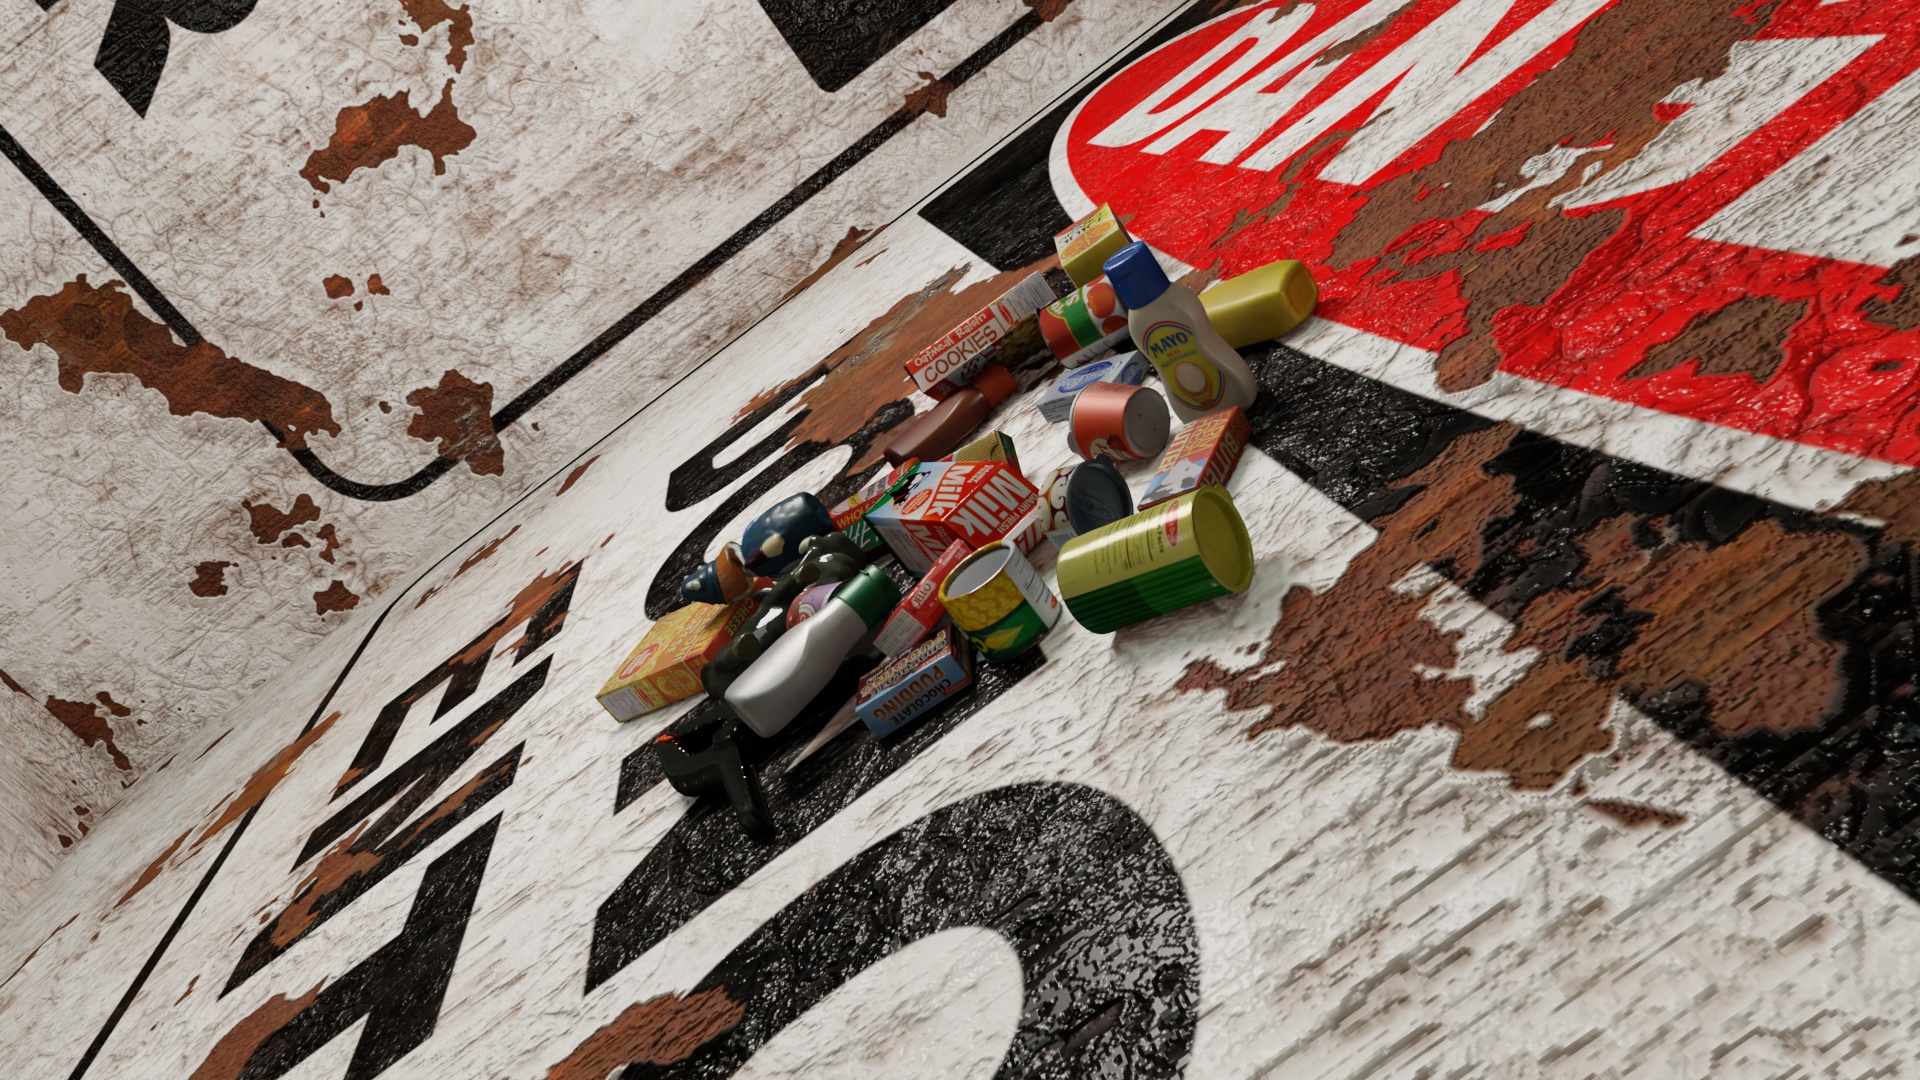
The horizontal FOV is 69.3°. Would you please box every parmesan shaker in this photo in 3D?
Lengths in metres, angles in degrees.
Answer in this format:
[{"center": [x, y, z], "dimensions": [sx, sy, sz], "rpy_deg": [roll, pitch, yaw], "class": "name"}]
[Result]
[{"center": [0.120, 0.012, 0.858], "dimensions": [0.103, 0.071, 0.072], "rpy_deg": [-23, 24, 37], "class": "parmesan shaker"}]

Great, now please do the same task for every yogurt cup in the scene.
[{"center": [0.127, -0.092, 1.085], "dimensions": [0.054, 0.072, 0.073], "rpy_deg": [3, 44, 50], "class": "yogurt cup"}]

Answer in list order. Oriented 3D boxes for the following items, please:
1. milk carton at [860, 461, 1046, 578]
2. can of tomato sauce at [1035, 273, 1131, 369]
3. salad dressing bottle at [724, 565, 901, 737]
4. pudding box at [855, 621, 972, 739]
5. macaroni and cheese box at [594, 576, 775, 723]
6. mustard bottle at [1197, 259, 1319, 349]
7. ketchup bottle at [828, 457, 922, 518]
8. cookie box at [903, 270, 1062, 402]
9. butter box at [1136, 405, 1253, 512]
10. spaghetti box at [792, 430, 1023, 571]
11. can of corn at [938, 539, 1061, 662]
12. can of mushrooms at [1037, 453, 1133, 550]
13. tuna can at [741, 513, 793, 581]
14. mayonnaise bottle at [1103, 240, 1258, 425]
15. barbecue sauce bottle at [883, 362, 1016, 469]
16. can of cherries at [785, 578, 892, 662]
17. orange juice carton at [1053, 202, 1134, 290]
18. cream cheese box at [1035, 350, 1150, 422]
[{"center": [0.004, -0.014, 1.102], "dimensions": [0.072, 0.073, 0.190], "rpy_deg": [-44, 21, -19], "class": "milk carton"}, {"center": [0.127, -0.216, 1.349], "dimensions": [0.083, 0.071, 0.071], "rpy_deg": [-27, 22, 26], "class": "can of tomato sauce"}, {"center": [-0.106, 0.080, 1.029], "dimensions": [0.148, 0.044, 0.064], "rpy_deg": [-44, 28, -18], "class": "salad dressing bottle"}, {"center": [-0.032, 0.099, 0.977], "dimensions": [0.083, 0.030, 0.050], "rpy_deg": [-33, 21, 14], "class": "pudding box"}, {"center": [-0.259, 0.103, 1.335], "dimensions": [0.166, 0.040, 0.124], "rpy_deg": [-22, 24, 37], "class": "macaroni and cheese box"}, {"center": [0.220, -0.185, 1.155], "dimensions": [0.160, 0.048, 0.065], "rpy_deg": [-13, 31, 51], "class": "mustard bottle"}, {"center": [-0.094, -0.022, 1.332], "dimensions": [0.148, 0.043, 0.065], "rpy_deg": [-30, 21, 20], "class": "ketchup bottle"}, {"center": [0.034, -0.205, 1.447], "dimensions": [0.167, 0.040, 0.123], "rpy_deg": [-34, -11, 10], "class": "cookie box"}, {"center": [0.167, -0.053, 0.984], "dimensions": [0.053, 0.024, 0.104], "rpy_deg": [-19, 26, 42], "class": "butter box"}, {"center": [-0.054, -0.024, 1.252], "dimensions": [0.249, 0.028, 0.050], "rpy_deg": [-26, 65, 28], "class": "spaghetti box"}, {"center": [0.025, 0.043, 0.963], "dimensions": [0.071, 0.058, 0.071], "rpy_deg": [-32, 20, 13], "class": "can of corn"}, {"center": [0.089, -0.025, 0.990], "dimensions": [0.033, 0.071, 0.071], "rpy_deg": [-15, 29, 51], "class": "can of mushrooms"}, {"center": [-0.184, 0.003, 1.389], "dimensions": [0.071, 0.071, 0.033], "rpy_deg": [-39, 19, -4], "class": "tuna can"}, {"center": [0.160, -0.153, 1.036], "dimensions": [0.064, 0.148, 0.041], "rpy_deg": [-23, 24, 36], "class": "mayonnaise bottle"}, {"center": [-0.008, -0.122, 1.409], "dimensions": [0.149, 0.043, 0.065], "rpy_deg": [-41, 20, -13], "class": "barbecue sauce bottle"}, {"center": [-0.099, 0.067, 1.103], "dimensions": [0.058, 0.071, 0.072], "rpy_deg": [-12, 31, 50], "class": "can of cherries"}, {"center": [0.153, -0.311, 1.511], "dimensions": [0.071, 0.073, 0.193], "rpy_deg": [-33, 20, 14], "class": "orange juice carton"}, {"center": [0.119, -0.138, 1.257], "dimensions": [0.103, 0.024, 0.053], "rpy_deg": [-9, 35, 53], "class": "cream cheese box"}]
